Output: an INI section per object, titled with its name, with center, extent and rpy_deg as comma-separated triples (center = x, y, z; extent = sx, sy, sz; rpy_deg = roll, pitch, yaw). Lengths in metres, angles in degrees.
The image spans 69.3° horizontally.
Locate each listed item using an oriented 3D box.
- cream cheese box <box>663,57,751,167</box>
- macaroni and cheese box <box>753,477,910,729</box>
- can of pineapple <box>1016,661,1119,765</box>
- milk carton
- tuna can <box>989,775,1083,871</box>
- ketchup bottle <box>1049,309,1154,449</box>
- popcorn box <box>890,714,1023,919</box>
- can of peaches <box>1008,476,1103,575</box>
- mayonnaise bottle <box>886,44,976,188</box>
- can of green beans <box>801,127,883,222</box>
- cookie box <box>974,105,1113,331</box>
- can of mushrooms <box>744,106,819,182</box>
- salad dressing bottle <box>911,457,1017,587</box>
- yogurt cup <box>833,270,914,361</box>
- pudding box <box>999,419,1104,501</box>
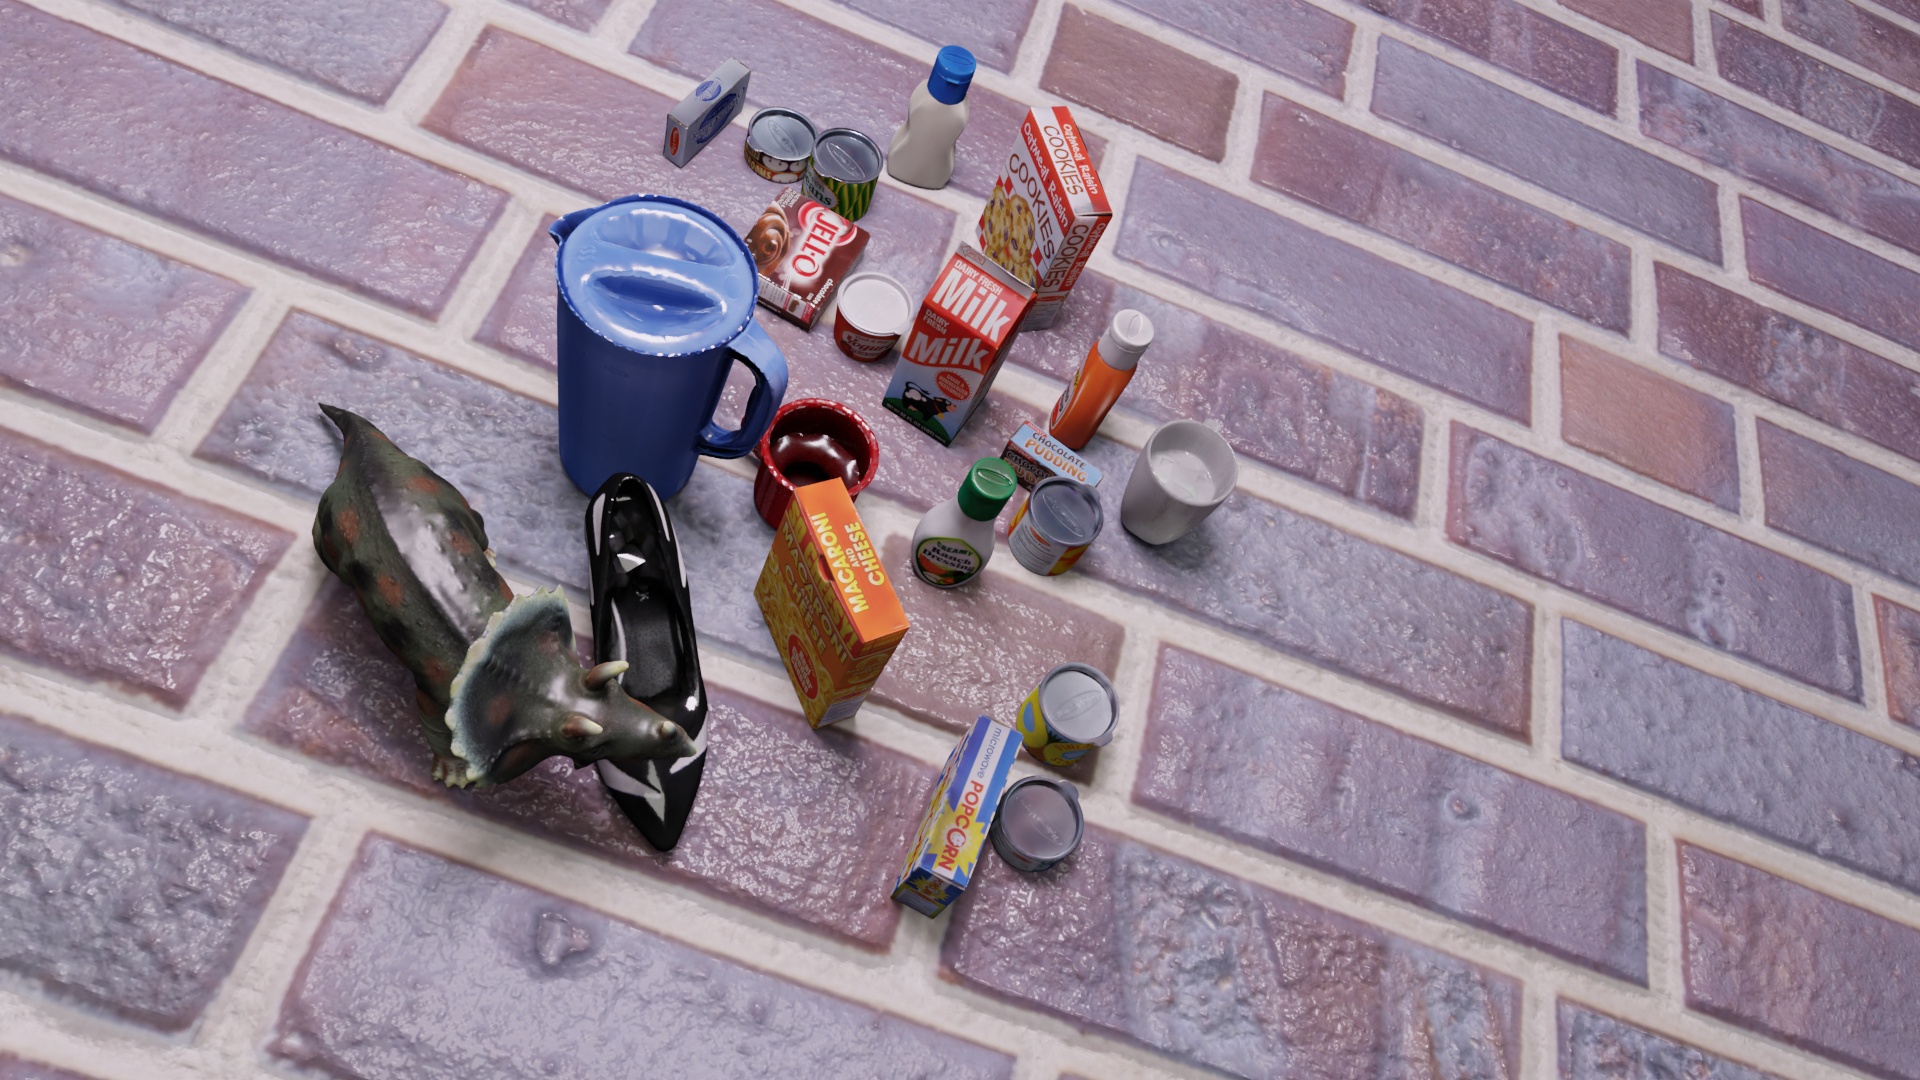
[cream cheese box]
center = -0.233, -0.393, 1.272
extent = 0.024, 0.053, 0.104
rpy_deg = 33, 57, 1
[macaroni and cheese box]
center = -0.098, 0.050, 1.004
extent = 0.040, 0.165, 0.124
rpy_deg = -17, 69, -26
[can of pineapple]
center = 0.083, 0.137, 1.080
extent = 0.071, 0.057, 0.071
rpy_deg = 8, 60, -14
[milk carton]
center = 0.002, -0.167, 1.144
extent = 0.072, 0.189, 0.074
rpy_deg = 34, 57, 2
[tuna can]
center = 0.058, 0.212, 1.045
extent = 0.071, 0.032, 0.071
rpy_deg = 8, 60, -14
[ketchup bottle]
center = 0.122, -0.140, 1.195
extent = 0.043, 0.148, 0.065
rpy_deg = 25, 57, -4
[popcorn box]
center = -0.002, 0.198, 1.001
extent = 0.038, 0.084, 0.127
rpy_deg = 27, 57, -3
[can of peaches]
center = 0.081, -0.012, 1.163
extent = 0.071, 0.057, 0.071
rpy_deg = 8, 60, -14
[mayonnaise bottle]
center = -0.023, -0.391, 1.286
extent = 0.065, 0.147, 0.041
rpy_deg = 13, 59, -12
[can of green beans]
center = -0.110, -0.336, 1.279
extent = 0.071, 0.057, 0.071
rpy_deg = 8, 60, -14
[cookie box]
center = 0.072, -0.286, 1.248
extent = 0.040, 0.166, 0.123
rpy_deg = -9, 65, -23
[can of mushrooms]
center = -0.169, -0.367, 1.292
extent = 0.071, 0.033, 0.071
rpy_deg = 8, 60, -14
[salad dressing bottle]
center = 0.004, -0.014, 1.084
extent = 0.064, 0.147, 0.044
rpy_deg = 22, 58, -6
[yogurt cup]
center = -0.079, -0.193, 1.212
extent = 0.072, 0.053, 0.073
rpy_deg = 8, 60, -14
[pudding box]
center = 0.076, -0.060, 1.193
extent = 0.084, 0.049, 0.030
rpy_deg = 37, 57, 4
